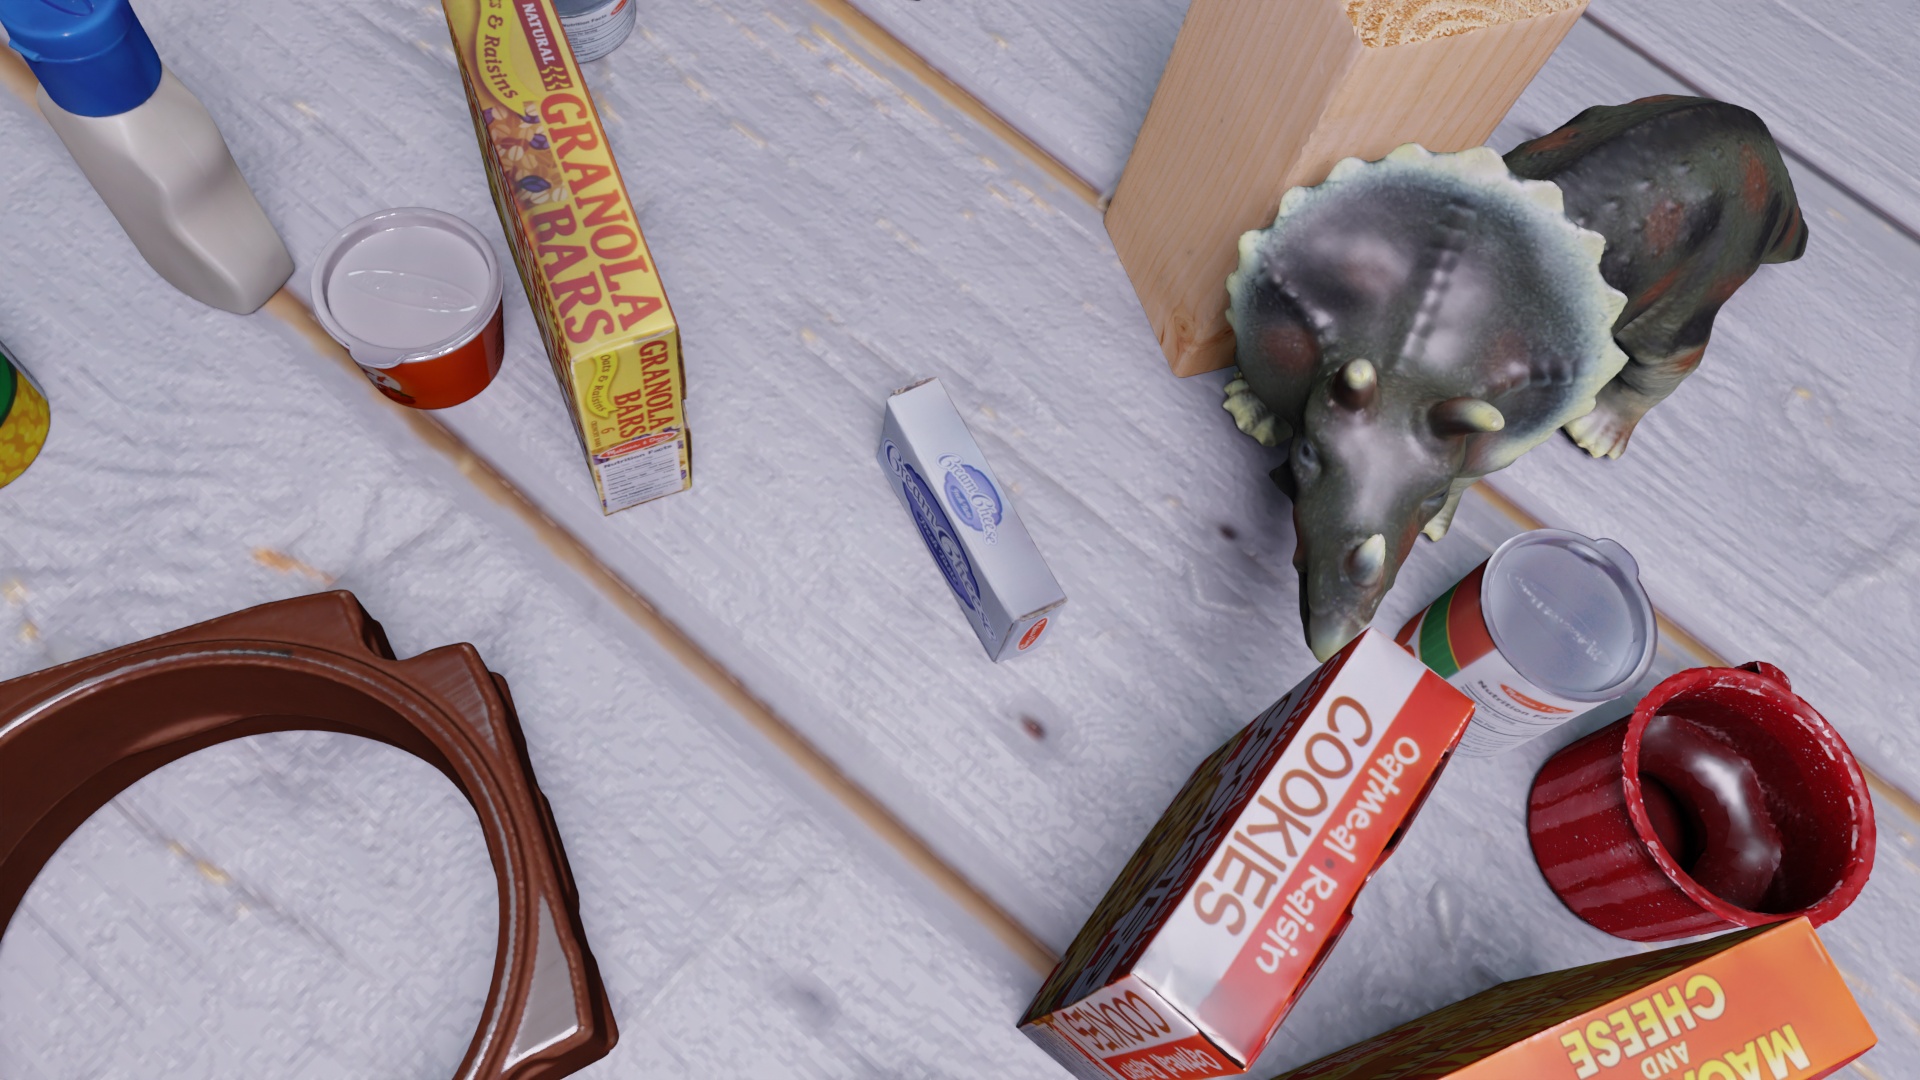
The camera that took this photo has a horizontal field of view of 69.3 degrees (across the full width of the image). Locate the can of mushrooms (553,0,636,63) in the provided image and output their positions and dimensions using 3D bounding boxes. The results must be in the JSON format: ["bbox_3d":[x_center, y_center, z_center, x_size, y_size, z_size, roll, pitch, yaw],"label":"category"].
[{"bbox_3d":[-0.182,-0.252,0.627,0.071,0.033,0.071,3,66,-7],"label":"can of mushrooms"}]

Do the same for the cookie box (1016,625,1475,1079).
[{"bbox_3d":[0.082,0.108,0.436,0.040,0.166,0.123,38,66,8],"label":"cookie box"}]

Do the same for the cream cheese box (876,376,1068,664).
[{"bbox_3d":[0.002,-0.007,0.537,0.024,0.053,0.104,-24,72,-18],"label":"cream cheese box"}]

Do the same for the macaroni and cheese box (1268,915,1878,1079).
[{"bbox_3d":[0.166,0.165,0.424,0.124,0.165,0.040,-16,70,-15],"label":"macaroni and cheese box"}]

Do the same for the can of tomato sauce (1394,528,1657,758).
[{"bbox_3d":[0.212,0.040,0.533,0.071,0.082,0.071,3,66,-7],"label":"can of tomato sauce"}]

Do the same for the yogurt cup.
[{"bbox_3d":[-0.209,-0.087,0.538,0.072,0.053,0.072,3,66,-7],"label":"yogurt cup"}]

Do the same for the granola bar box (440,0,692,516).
[{"bbox_3d":[-0.145,-0.109,0.520,0.039,0.123,0.166,-18,71,-16],"label":"granola bar box"}]

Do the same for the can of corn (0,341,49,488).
[{"bbox_3d":[-0.374,-0.050,0.494,0.071,0.058,0.071,3,66,-7],"label":"can of corn"}]

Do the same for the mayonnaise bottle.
[{"bbox_3d":[-0.291,-0.142,0.498,0.065,0.147,0.041,31,66,5],"label":"mayonnaise bottle"}]
